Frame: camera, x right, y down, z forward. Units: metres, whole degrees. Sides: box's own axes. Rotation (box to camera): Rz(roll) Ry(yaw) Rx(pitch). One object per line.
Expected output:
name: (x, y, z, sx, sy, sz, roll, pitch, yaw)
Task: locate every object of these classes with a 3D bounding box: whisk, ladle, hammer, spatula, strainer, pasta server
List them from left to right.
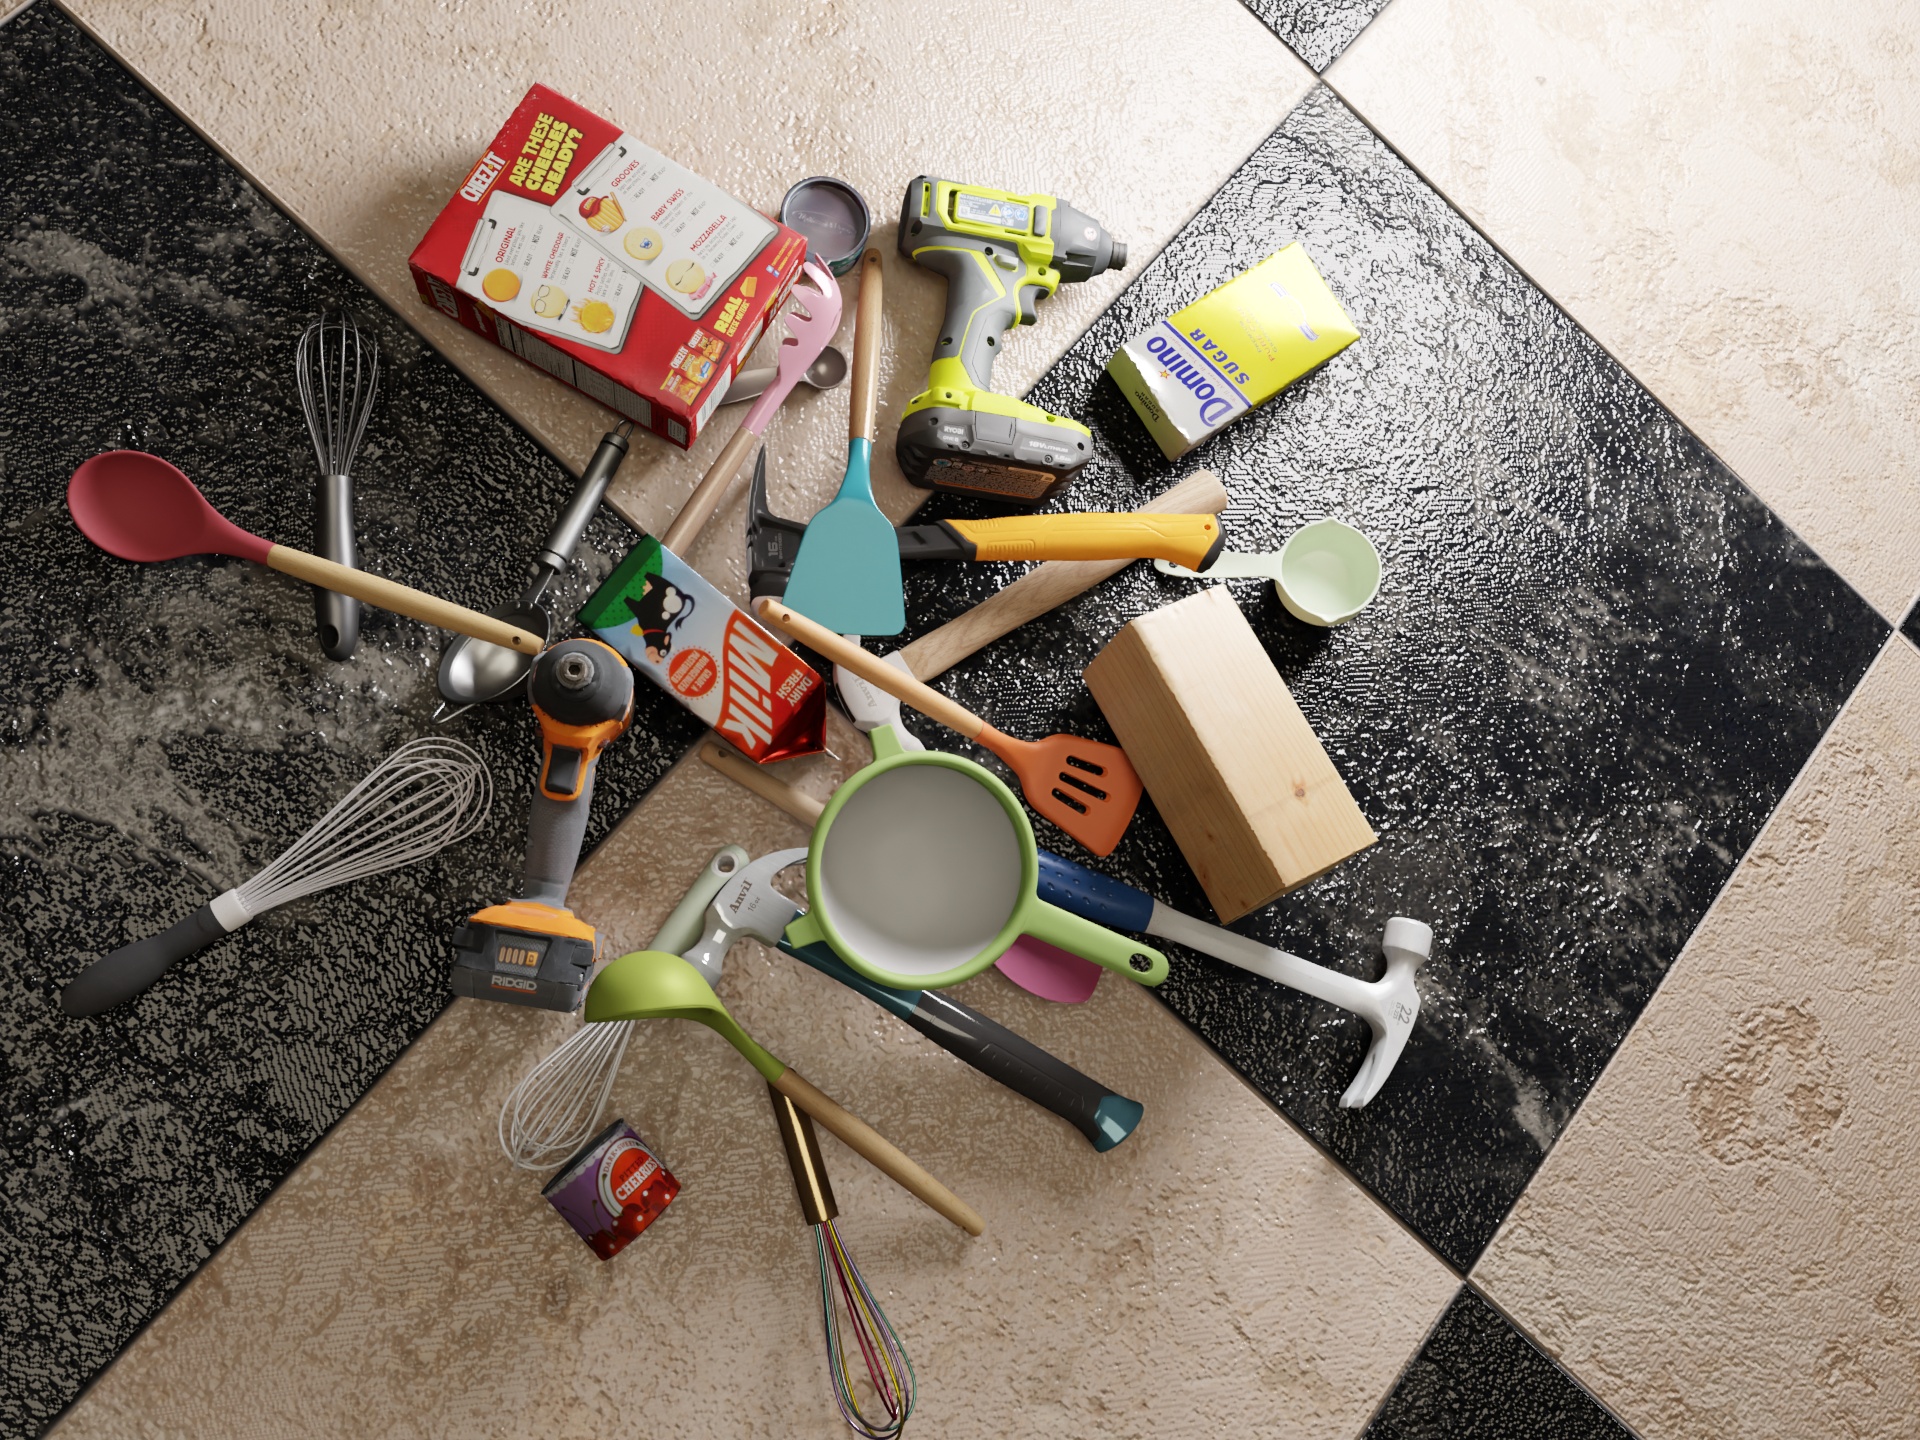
whisk: (-0.424, 0.099, 0.989, 0.284, 0.070, 0.070, -32, 88, -12)
ladle: (-0.412, -0.098, 1.008, 0.315, 0.031, 0.069, 19, 98, 3)
whisk: (-0.408, -0.157, 1.043, 0.055, 0.055, 0.239, -1, 85, -14)
strainer: (-0.276, -0.098, 1.065, 0.087, 0.050, 0.258, 9, 66, 33)
whisk: (-0.212, 0.182, 1.028, 0.058, 0.059, 0.246, 31, 69, 9)
pasta server: (-0.167, -0.180, 1.096, 0.040, 0.060, 0.316, 32, 83, -5)
ladle: (-0.102, 0.249, 1.006, 0.320, 0.078, 0.062, 43, 54, -20)
whisk: (-0.079, 0.345, 1.031, 0.051, 0.047, 0.245, -15, 81, -14)
spatula: (-0.071, -0.204, 1.103, 0.082, 0.044, 0.318, 5, 59, -5)
hammer: (-0.021, 0.197, 1.063, 0.331, 0.033, 0.128, 32, 65, -11)
spatula: (-0.002, -0.003, 1.071, 0.322, 0.041, 0.081, 30, 82, -34)
strainer: (0.016, 0.116, 1.039, 0.256, 0.069, 0.151, 25, 82, -15)
hammer: (0.019, -0.132, 1.112, 0.337, 0.034, 0.127, -1, 64, -8)
hammer: (0.054, -0.094, 1.146, 0.331, 0.031, 0.130, -32, 89, -16)
hammer: (0.139, 0.145, 1.112, 0.405, 0.035, 0.144, 22, 71, -10)

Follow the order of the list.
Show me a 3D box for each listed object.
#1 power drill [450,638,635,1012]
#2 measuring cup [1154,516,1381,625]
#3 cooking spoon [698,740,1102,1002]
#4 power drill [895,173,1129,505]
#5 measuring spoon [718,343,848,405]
power drill: (-0.250, 0.061, 0.979, 0.084, 0.164, 0.226, 11, 79, -9)
measuring cup: (0.229, -0.110, 1.196, 0.167, 0.038, 0.083, 3, 76, 4)
cooking spoon: (-0.040, 0.101, 1.096, 0.319, 0.017, 0.069, 32, 58, -6)
power drill: (0.036, -0.278, 1.155, 0.171, 0.080, 0.223, 7, 75, -12)
measuring spoon: (-0.141, -0.241, 1.140, 0.124, 0.018, 0.034, -15, 82, -9)
